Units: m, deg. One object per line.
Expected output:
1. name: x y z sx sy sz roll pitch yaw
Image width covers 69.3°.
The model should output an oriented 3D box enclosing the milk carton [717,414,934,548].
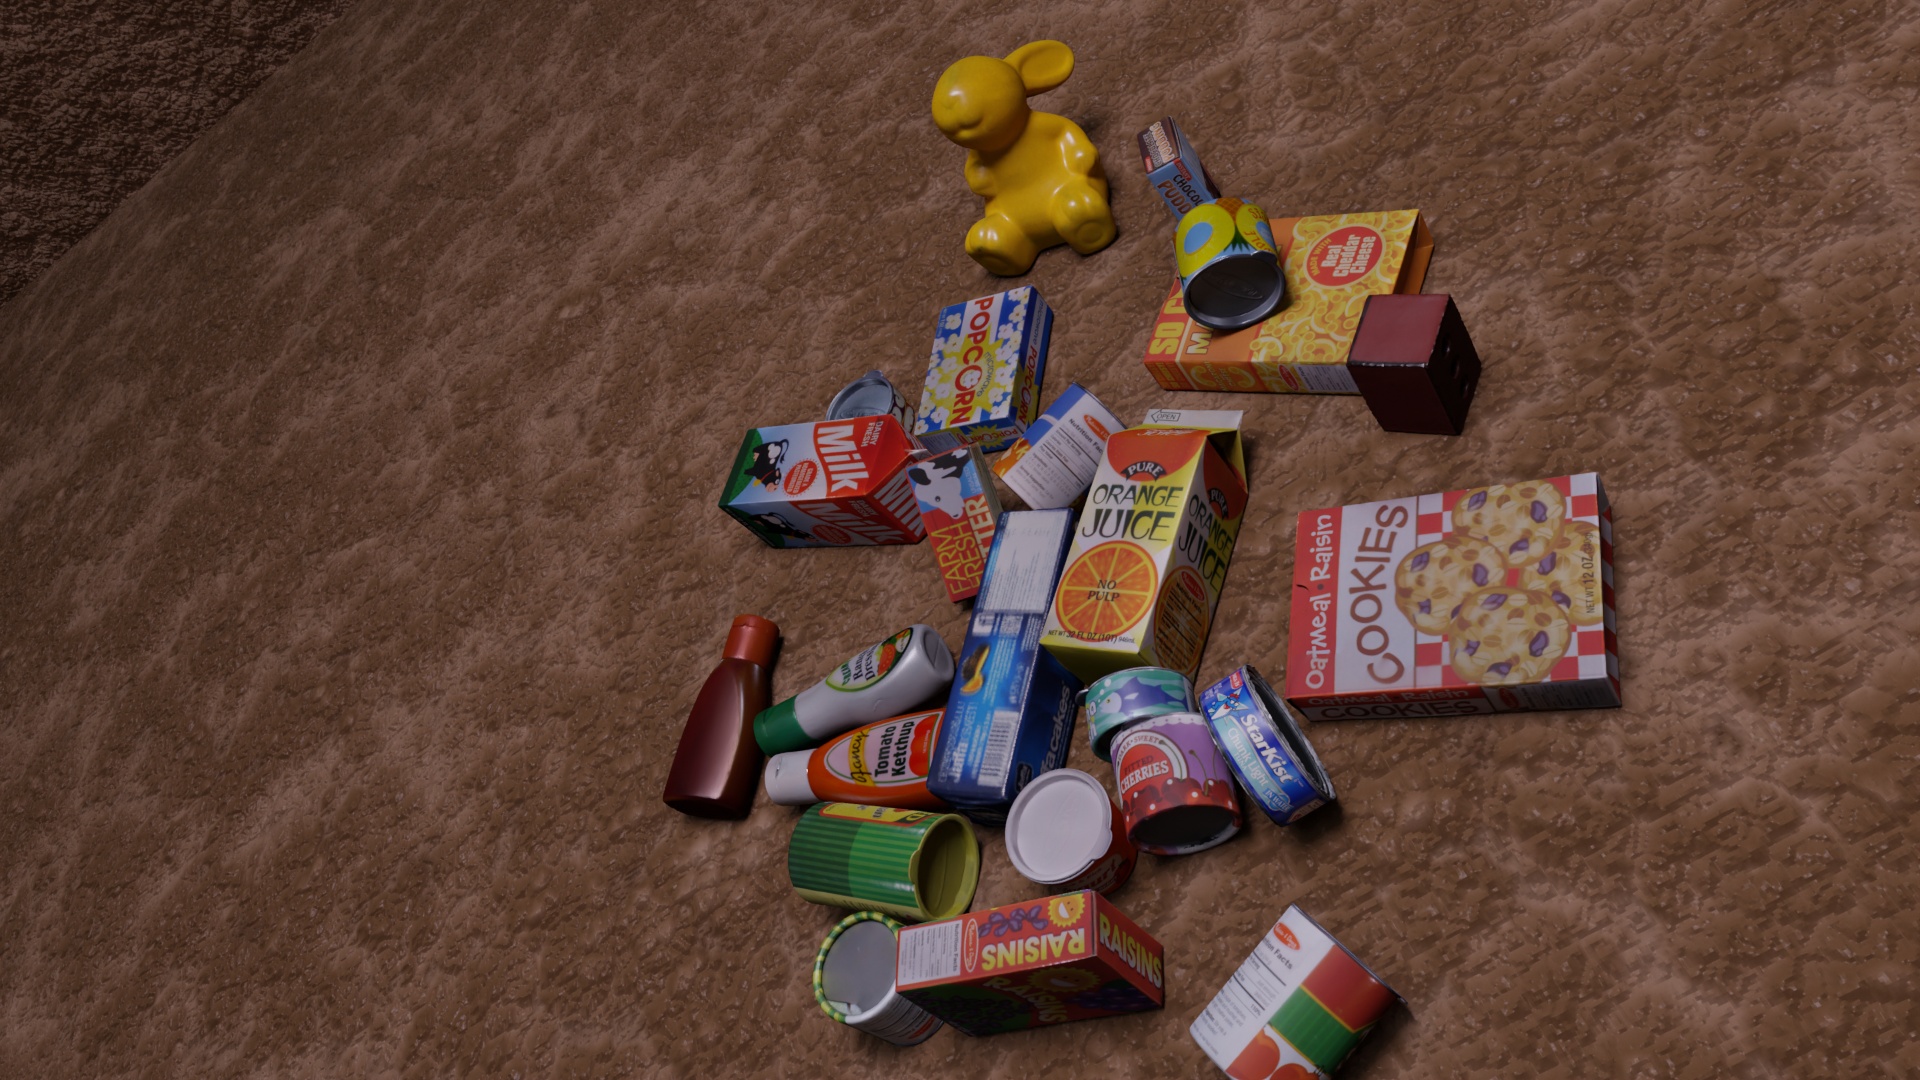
1. milk carton: -0.084 -0.044 1.057 0.190 0.072 0.074 -2 60 35

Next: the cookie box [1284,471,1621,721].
1. cookie box: 0.269 0.033 0.770 0.167 0.040 0.123 -8 56 32

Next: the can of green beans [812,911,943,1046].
1. can of green beans: -0.045 0.261 0.828 0.071 0.057 0.071 -19 51 25

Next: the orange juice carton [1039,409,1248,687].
1. orange juice carton: 0.124 -0.003 0.878 0.072 0.073 0.193 2 62 37

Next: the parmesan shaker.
1. parmesan shaker: -0.050 0.199 0.865 0.103 0.071 0.071 -1 60 35

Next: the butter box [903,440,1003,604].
1. butter box: 0.003 -0.012 0.964 0.053 0.024 0.103 -18 93 24

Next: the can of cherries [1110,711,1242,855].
1. can of cherries: 0.120 0.138 0.785 0.071 0.071 0.059 -23 50 21

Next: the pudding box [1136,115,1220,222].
1. pudding box: 0.164 -0.264 1.023 0.030 0.083 0.050 -26 49 24

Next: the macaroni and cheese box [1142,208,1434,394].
1. macaroni and cheese box: 0.219 -0.161 0.941 0.166 0.040 0.124 6 64 38

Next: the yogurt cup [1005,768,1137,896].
1. yogurt cup: 0.067 0.174 0.809 0.072 0.054 0.073 -19 51 25

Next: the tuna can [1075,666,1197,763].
1. tuna can: 0.105 0.105 0.820 0.071 0.071 0.033 -22 50 23

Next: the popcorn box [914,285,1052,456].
1. popcorn box: 0.019 -0.129 1.065 0.085 0.038 0.127 -8 56 31

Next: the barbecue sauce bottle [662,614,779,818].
1. barbecue sauce bottle: -0.169 0.127 1.021 0.065 0.043 0.149 -7 56 32

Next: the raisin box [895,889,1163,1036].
1. raisin box: 0.038 0.235 0.765 0.123 0.086 0.040 -18 47 25

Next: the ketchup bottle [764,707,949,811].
1. ketchup bottle: -0.061 0.152 0.925 0.148 0.043 0.065 -13 48 29

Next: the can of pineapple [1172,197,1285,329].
1. can of pineapple: 0.176 -0.182 0.909 0.071 0.071 0.058 -22 50 23

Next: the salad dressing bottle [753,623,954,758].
1. salad dressing bottle: -0.076 0.108 0.963 0.147 0.044 0.064 -28 25 20

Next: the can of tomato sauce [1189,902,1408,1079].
1. can of tomato sauce: 0.166 0.235 0.689 0.083 0.071 0.071 -49 45 -2

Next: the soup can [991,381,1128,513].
1. soup can: 0.073 -0.057 0.960 0.084 0.071 0.071 -46 45 2

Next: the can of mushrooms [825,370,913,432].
1. can of mushrooms: -0.072 -0.099 1.113 0.071 0.033 0.071 -19 51 26
